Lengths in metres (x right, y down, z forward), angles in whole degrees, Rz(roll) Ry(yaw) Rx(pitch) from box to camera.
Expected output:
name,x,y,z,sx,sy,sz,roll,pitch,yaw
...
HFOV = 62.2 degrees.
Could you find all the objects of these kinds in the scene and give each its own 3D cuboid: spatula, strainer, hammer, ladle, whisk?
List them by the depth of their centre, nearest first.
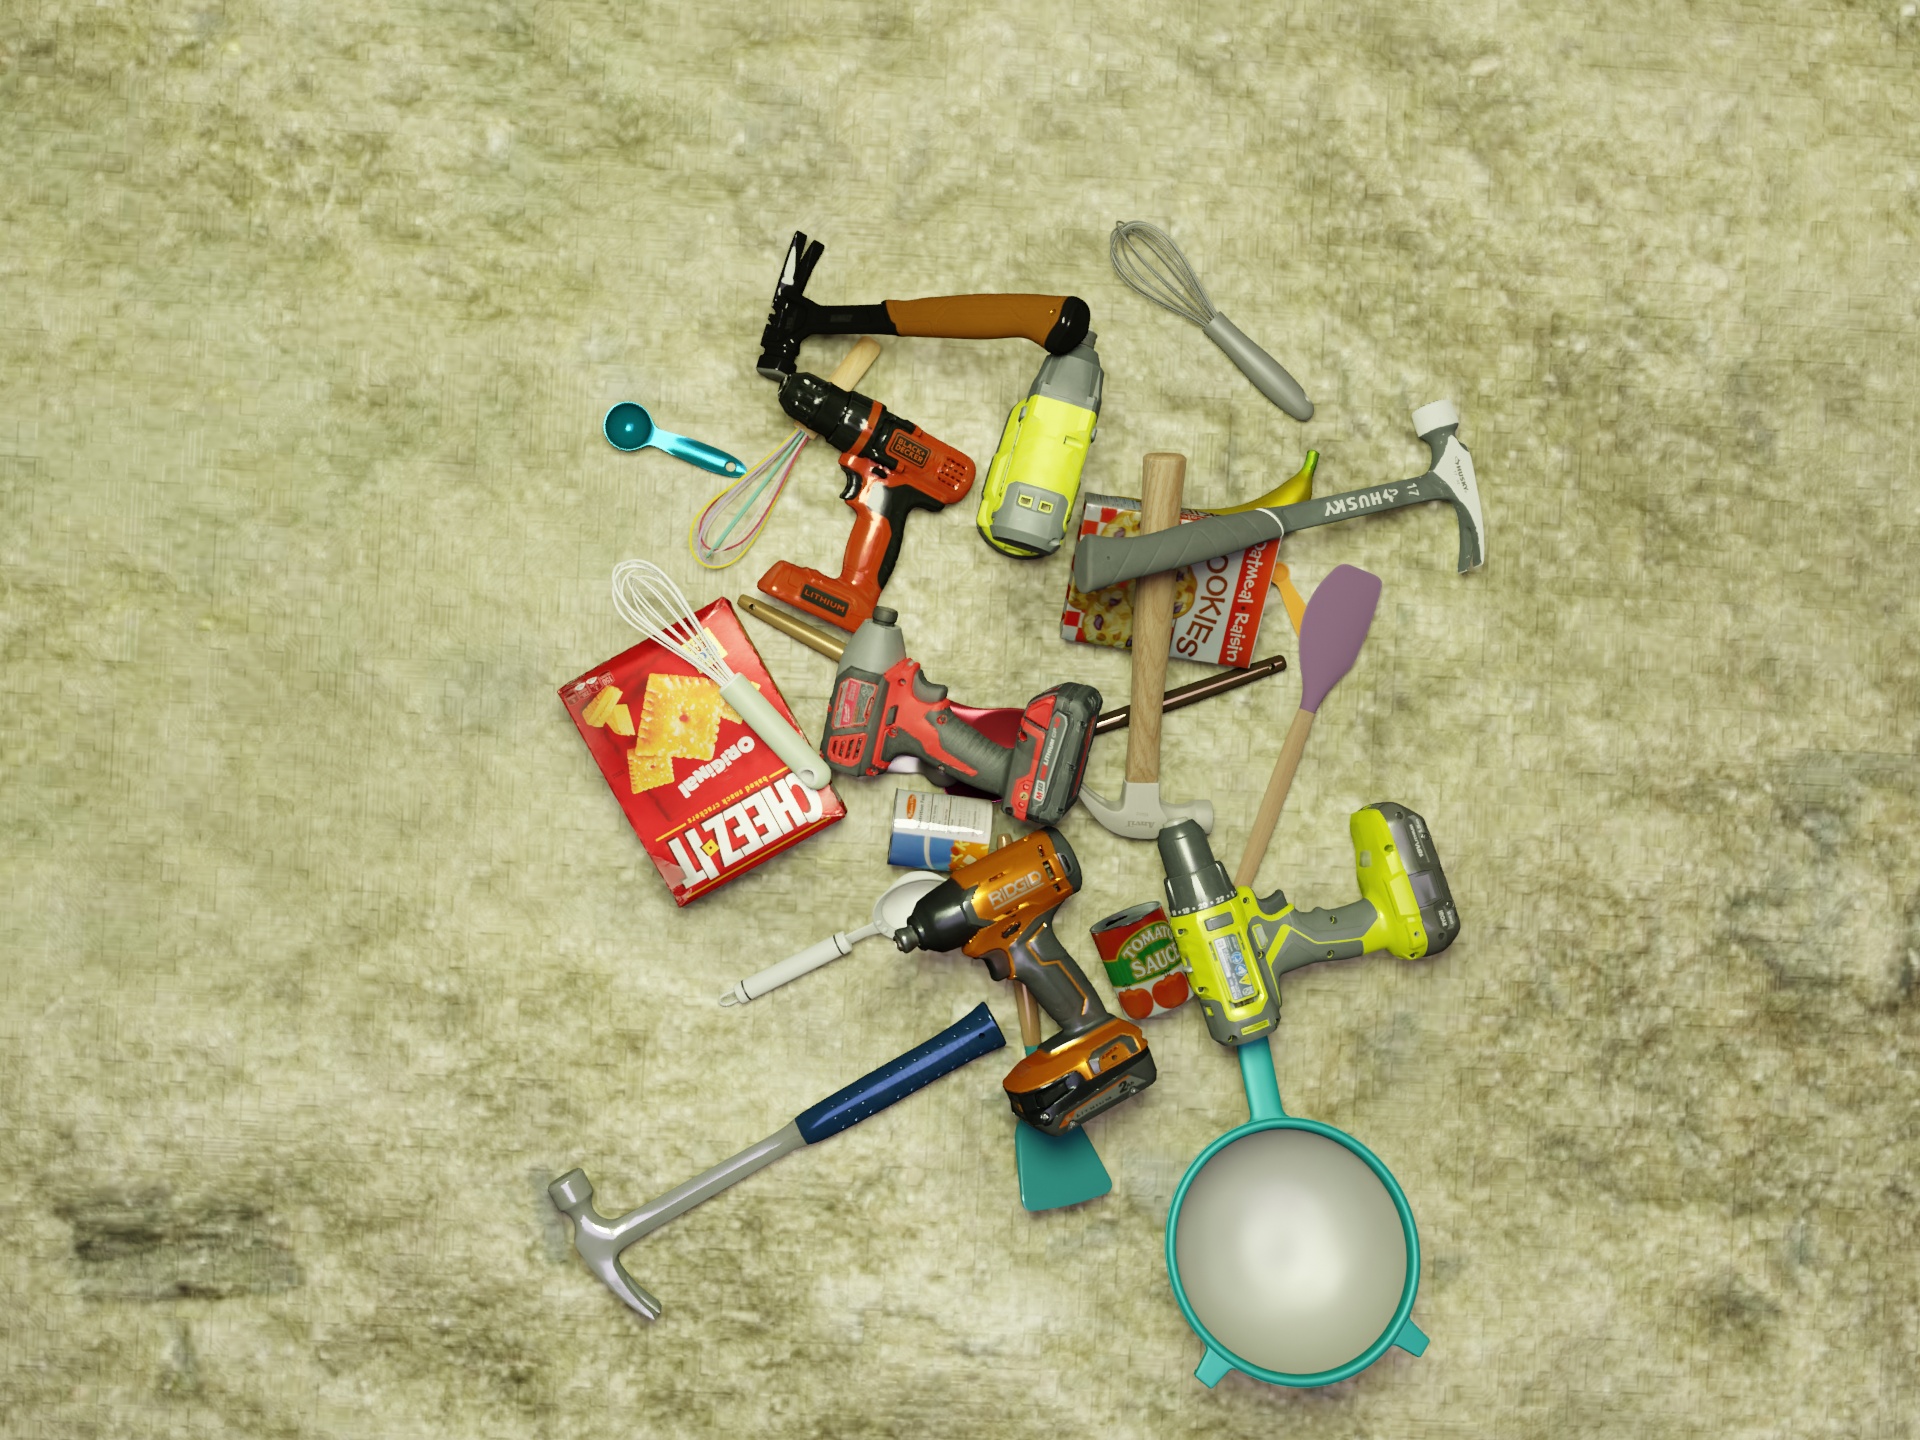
name,x,y,z,sx,sy,sz,roll,pitch,yaw
hammer,-0.033,-0.328,1.266,0.337,0.034,0.127,14,88,41
whisk,-0.193,-0.037,1.295,0.058,0.059,0.246,-38,99,31
hammer,0.268,-0.160,1.301,0.409,0.036,0.149,-16,85,-25
hammer,0.157,-0.058,1.332,0.130,0.031,0.331,0,108,-4
strainer,0.263,0.387,1.365,0.211,0.095,0.341,-7,71,-4
whisk,-0.151,-0.233,1.367,0.047,0.051,0.245,37,86,4
ladle,-0.054,-0.031,1.368,0.315,0.031,0.069,28,99,4
strainer,-0.095,0.185,1.369,0.258,0.050,0.086,-27,135,4
hammer,-0.144,0.364,1.370,0.405,0.035,0.144,-29,91,-1
spatula,0.064,0.255,1.372,0.082,0.044,0.317,-8,89,-15
whisk,0.219,-0.345,1.376,0.239,0.055,0.055,43,89,-5
spatula,0.291,0.015,1.388,0.059,0.018,0.316,19,91,-6

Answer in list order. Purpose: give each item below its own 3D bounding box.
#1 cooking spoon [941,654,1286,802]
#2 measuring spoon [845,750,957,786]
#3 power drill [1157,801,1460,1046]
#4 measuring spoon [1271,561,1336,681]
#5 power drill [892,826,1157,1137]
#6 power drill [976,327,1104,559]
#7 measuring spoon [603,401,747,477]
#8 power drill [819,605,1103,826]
name,x,y,z,sx,sy,sz,roll,pitch,yaw
cooking spoon,0.133,0.000,1.386,0.319,0.017,0.069,-19,90,-1
measuring spoon,-0.060,0.037,1.375,0.124,0.018,0.034,5,91,5
power drill,0.286,0.150,1.347,0.228,0.080,0.190,-18,87,-8
measuring spoon,0.300,-0.086,1.397,0.021,0.011,0.117,-28,94,-2
power drill,0.051,0.221,1.311,0.164,0.084,0.226,-25,94,-17
power drill,0.068,-0.214,1.281,0.080,0.223,0.171,16,90,-2
measuring spoon,-0.247,-0.238,1.379,0.128,0.021,0.042,21,89,-11
power drill,-0.002,-0.004,1.313,0.220,0.078,0.143,16,103,12
